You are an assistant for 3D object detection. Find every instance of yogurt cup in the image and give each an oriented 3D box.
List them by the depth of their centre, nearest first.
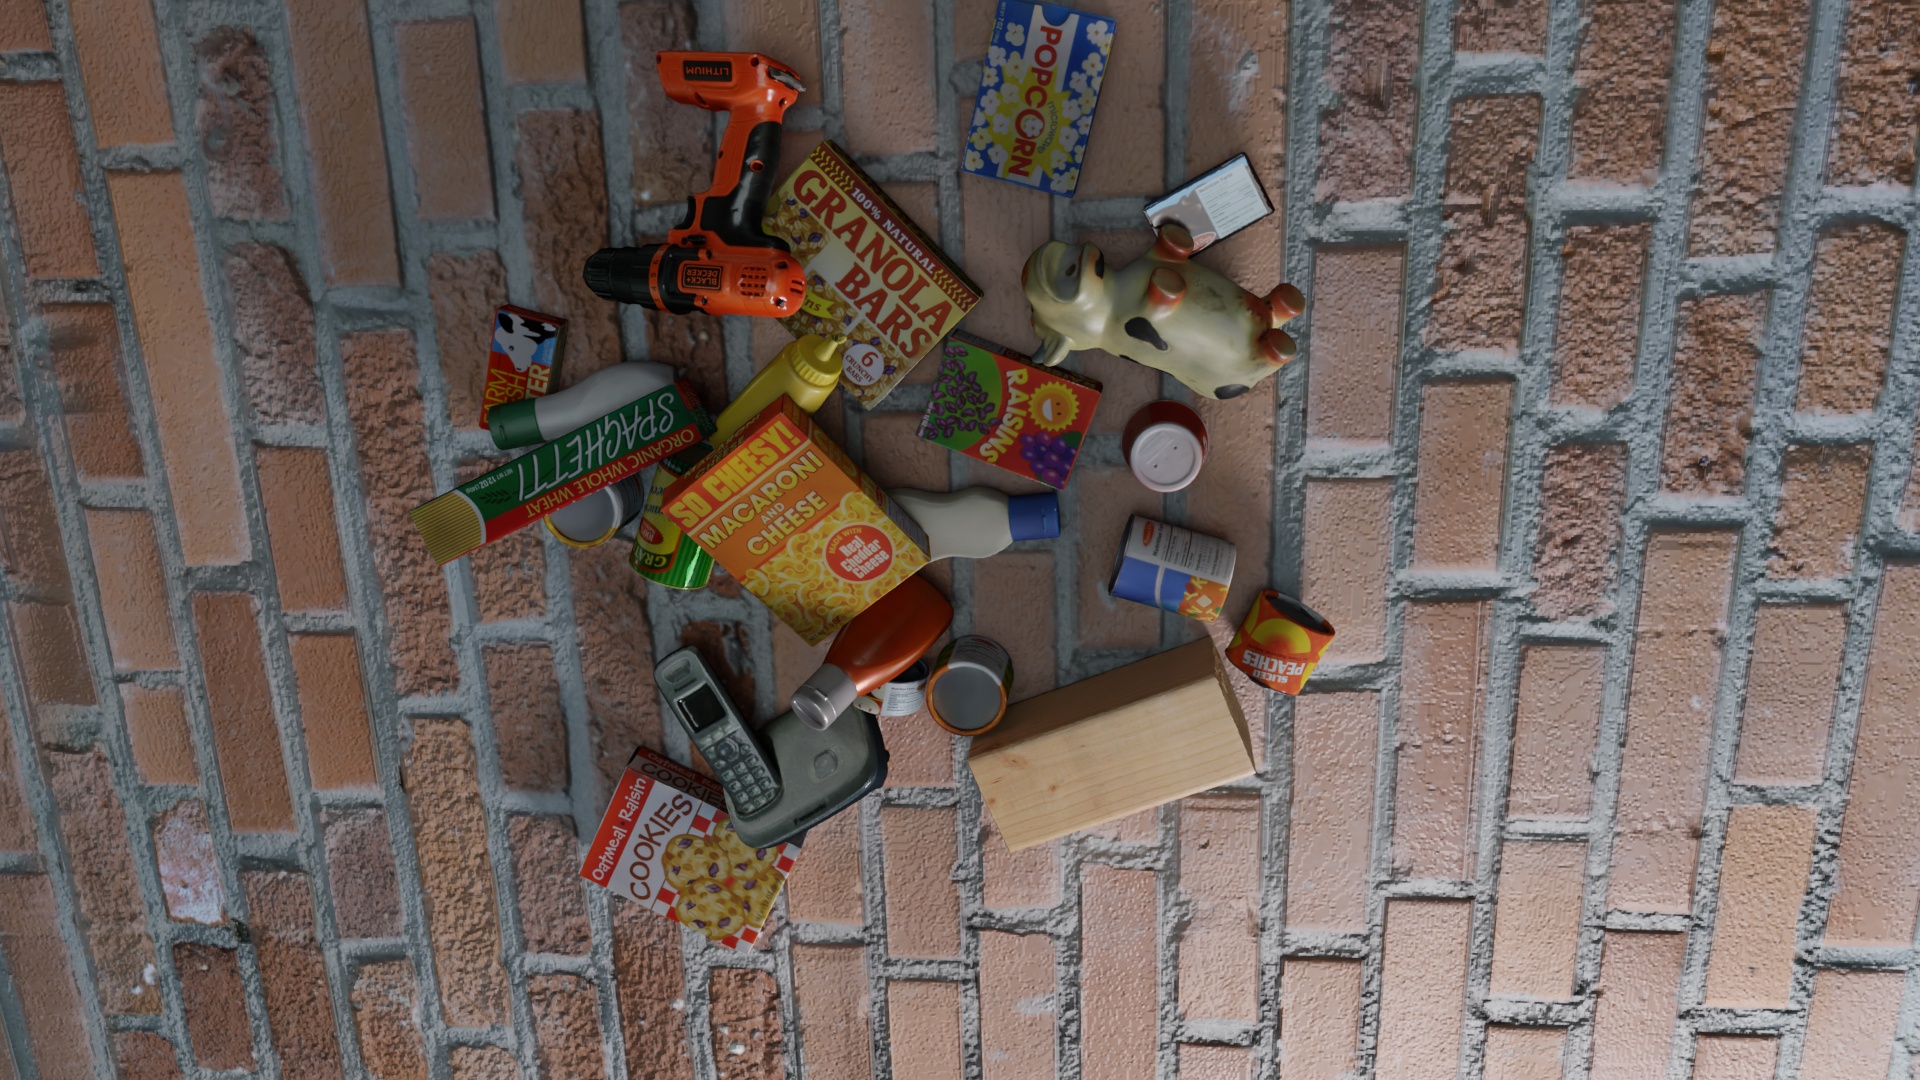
[{"bbox_3d":[0.156,-0.069,1.056,0.072,0.054,0.072,2,106,7],"label":"yogurt cup"}]

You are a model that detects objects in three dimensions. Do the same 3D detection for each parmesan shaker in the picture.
[{"bbox_3d":[-0.222,-0.023,1.114,0.071,0.071,0.102,21,108,1],"label":"parmesan shaker"}]

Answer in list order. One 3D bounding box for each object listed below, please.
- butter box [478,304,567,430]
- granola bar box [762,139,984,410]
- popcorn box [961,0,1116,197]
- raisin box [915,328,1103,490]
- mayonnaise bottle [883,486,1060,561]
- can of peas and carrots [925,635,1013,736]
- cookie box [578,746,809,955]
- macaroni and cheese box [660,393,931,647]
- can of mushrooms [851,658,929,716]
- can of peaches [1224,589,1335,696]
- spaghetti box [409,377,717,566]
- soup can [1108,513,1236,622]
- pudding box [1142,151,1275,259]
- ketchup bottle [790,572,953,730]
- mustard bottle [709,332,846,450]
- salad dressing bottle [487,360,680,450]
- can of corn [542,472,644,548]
[{"bbox_3d":[-0.352,-0.133,1.118,0.053,0.024,0.103,16,108,1],"label":"butter box"},{"bbox_3d":[-0.083,-0.200,1.055,0.165,0.039,0.124,44,107,-7],"label":"granola bar box"},{"bbox_3d":[0.056,-0.319,1.002,0.085,0.038,0.126,15,108,4],"label":"popcorn box"},{"bbox_3d":[0.038,-0.100,1.070,0.123,0.040,0.085,21,107,2],"label":"raisin box"},{"bbox_3d":[0.004,-0.014,1.100,0.148,0.041,0.064,-5,107,8],"label":"mayonnaise bottle"},{"bbox_3d":[0.008,0.120,1.130,0.071,0.059,0.070,2,107,7],"label":"can of peas and carrots"},{"bbox_3d":[-0.234,0.272,1.217,0.167,0.040,0.122,26,108,-2],"label":"cookie box"},{"bbox_3d":[-0.123,-0.013,1.048,0.123,0.040,0.166,-37,117,15],"label":"macaroni and cheese box"},{"bbox_3d":[-0.062,0.114,1.134,0.071,0.071,0.033,13,109,3],"label":"can of mushrooms"},{"bbox_3d":[0.249,0.080,1.080,0.071,0.071,0.058,27,107,-1],"label":"can of peaches"},{"bbox_3d":[-0.308,-0.052,1.072,0.250,0.029,0.050,-24,98,12],"label":"spaghetti box"},{"bbox_3d":[0.163,0.024,1.078,0.084,0.071,0.071,16,108,2],"label":"soup can"},{"bbox_3d":[0.180,-0.242,1.014,0.083,0.030,0.049,-28,103,14],"label":"pudding box"},{"bbox_3d":[-0.071,0.086,1.085,0.065,0.149,0.043,39,144,9],"label":"ketchup bottle"},{"bbox_3d":[-0.130,-0.113,1.051,0.049,0.065,0.159,51,130,1],"label":"mustard bottle"},{"bbox_3d":[-0.294,-0.102,1.094,0.148,0.044,0.064,-11,113,-2],"label":"salad dressing bottle"},{"bbox_3d":[-0.300,-0.032,1.124,0.071,0.058,0.071,2,107,7],"label":"can of corn"}]
